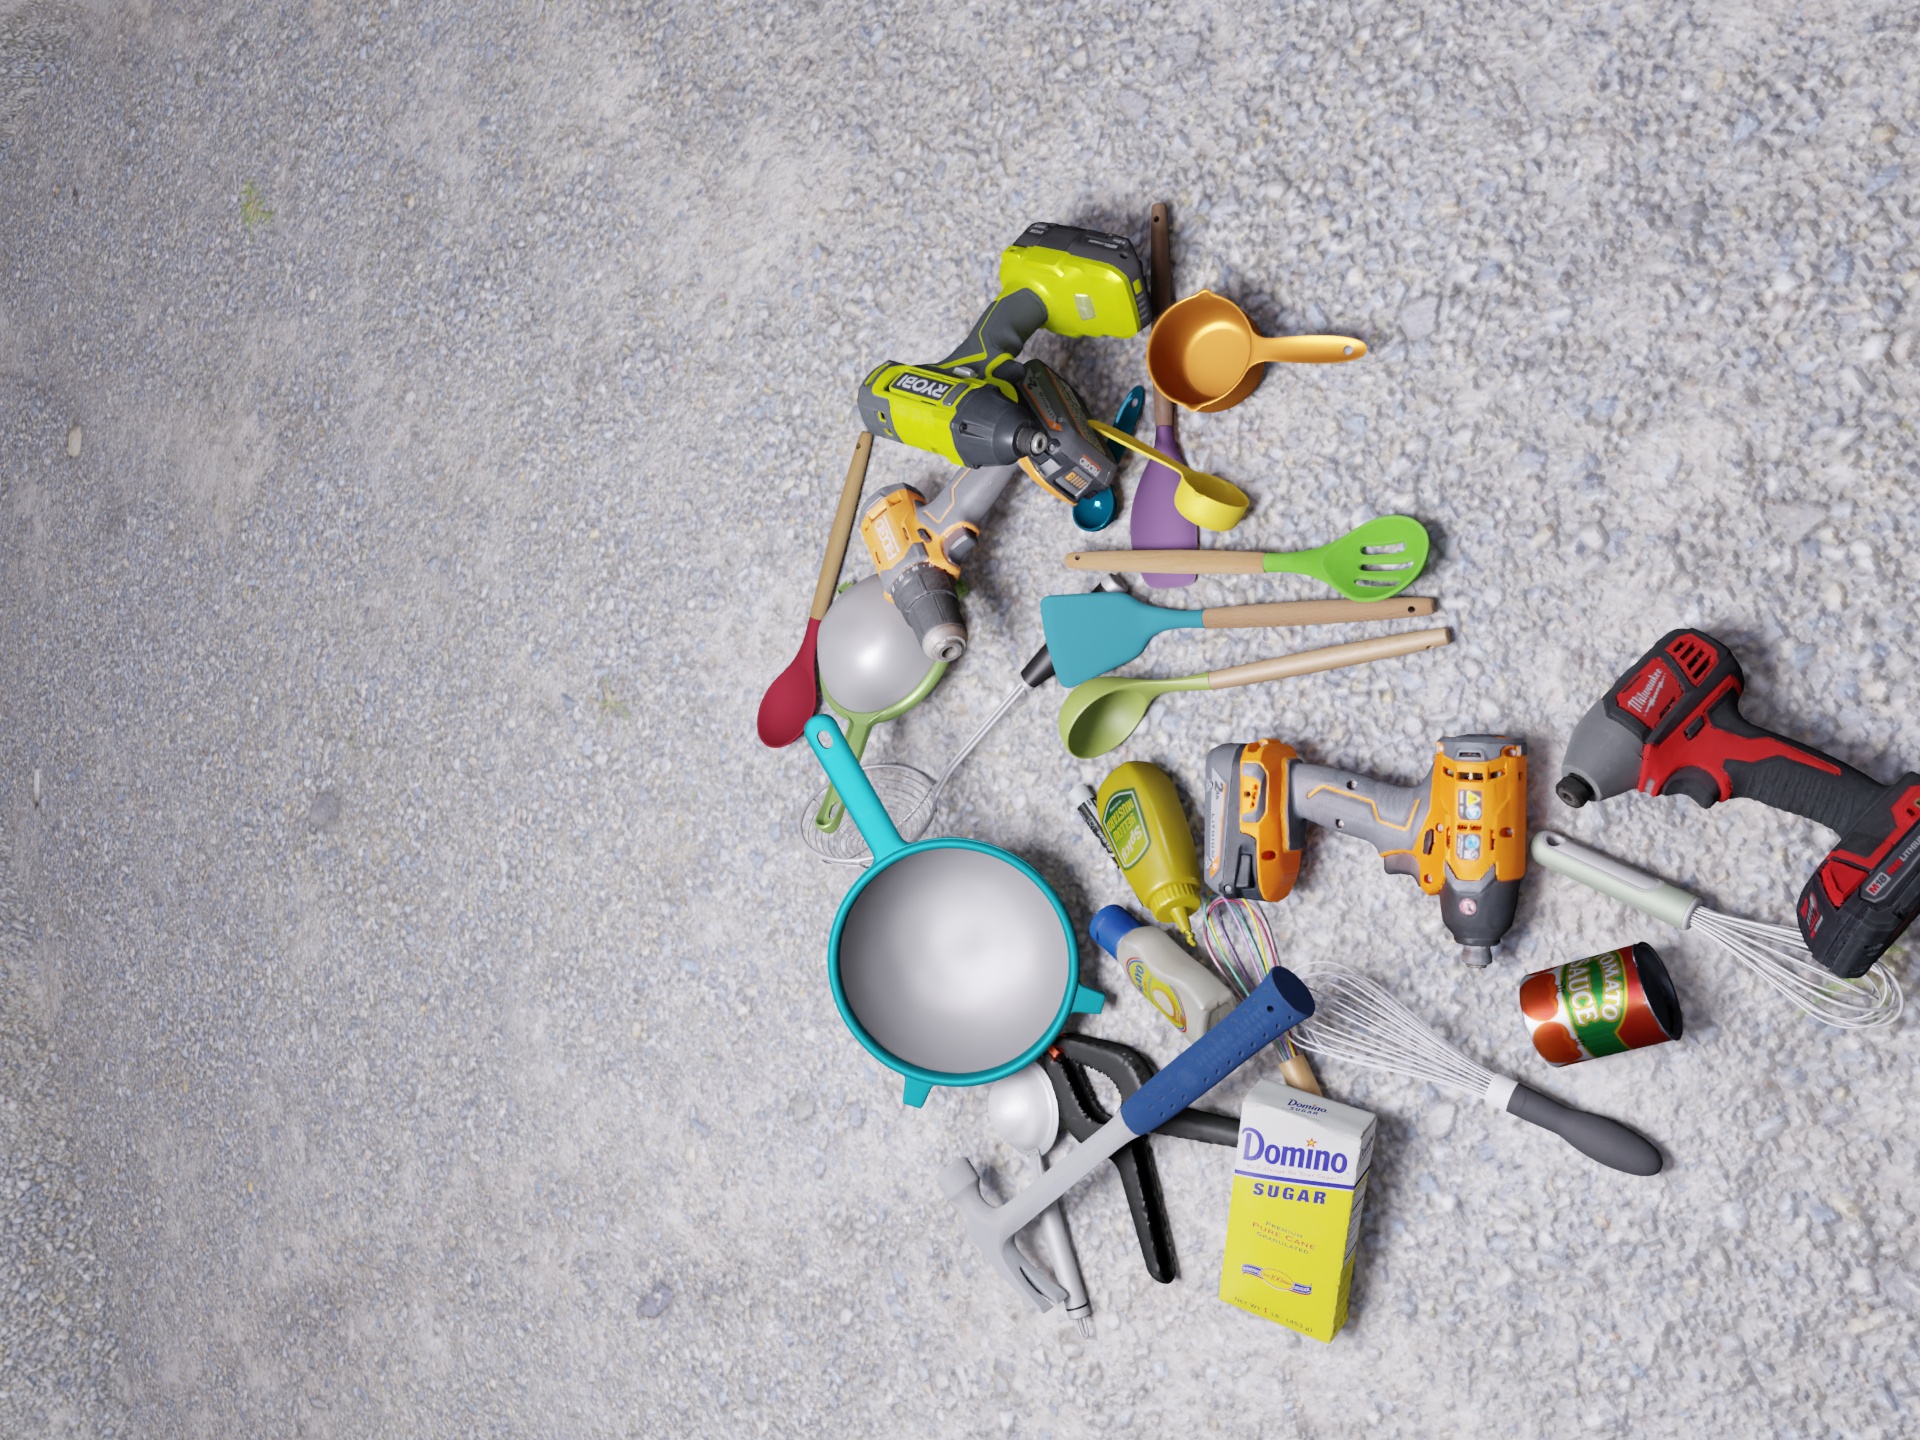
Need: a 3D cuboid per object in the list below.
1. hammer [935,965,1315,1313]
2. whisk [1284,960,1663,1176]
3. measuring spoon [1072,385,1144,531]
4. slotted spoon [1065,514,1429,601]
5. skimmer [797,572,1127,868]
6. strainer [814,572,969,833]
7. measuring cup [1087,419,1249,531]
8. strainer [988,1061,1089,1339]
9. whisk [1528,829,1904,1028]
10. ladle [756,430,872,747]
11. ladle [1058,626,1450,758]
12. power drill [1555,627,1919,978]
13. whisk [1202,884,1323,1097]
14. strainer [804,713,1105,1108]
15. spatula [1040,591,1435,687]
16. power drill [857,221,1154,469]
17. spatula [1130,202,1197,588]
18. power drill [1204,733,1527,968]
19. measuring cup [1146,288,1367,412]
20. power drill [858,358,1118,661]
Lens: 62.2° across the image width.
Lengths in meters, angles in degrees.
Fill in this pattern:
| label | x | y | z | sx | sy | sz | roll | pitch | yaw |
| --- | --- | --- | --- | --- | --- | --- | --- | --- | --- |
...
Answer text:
| label | x | y | z | sx | sy | sz | roll | pitch | yaw |
| --- | --- | --- | --- | --- | --- | --- | --- | --- | --- |
| hammer | 0.131 | 0.322 | 1.238 | 0.144 | 0.035 | 0.405 | 54 | 127 | 18 |
| whisk | 0.353 | 0.250 | 1.130 | 0.285 | 0.070 | 0.070 | 24 | 103 | 31 |
| measuring spoon | 0.132 | -0.217 | 1.334 | 0.042 | 0.021 | 0.128 | 24 | 94 | 41 |
| slotted spoon | 0.217 | -0.126 | 1.247 | 0.314 | 0.031 | 0.070 | 4 | 72 | 36 |
| skimmer | -0.002 | -0.004 | 1.382 | 0.363 | 0.090 | 0.127 | -48 | 30 | 24 |
| strainer | -0.096 | -0.029 | 1.410 | 0.151 | 0.069 | 0.256 | 2 | 66 | 37 |
| measuring cup | 0.160 | -0.197 | 1.276 | 0.157 | 0.062 | 0.029 | 35 | 121 | 26 |
| strainer | 0.068 | 0.397 | 1.353 | 0.087 | 0.050 | 0.258 | -29 | 75 | 50 |
| whisk | 0.485 | 0.129 | 1.037 | 0.247 | 0.058 | 0.059 | 28 | 136 | 38 |
| ladle | -0.132 | -0.123 | 1.524 | 0.069 | 0.031 | 0.315 | 23 | 101 | 37 |
| ladle | 0.221 | -0.024 | 1.236 | 0.320 | 0.078 | 0.062 | -11 | 67 | 31 |
| power drill | 0.489 | 0.049 | 0.984 | 0.143 | 0.078 | 0.220 | -41 | 58 | -12 |
| whisk | 0.245 | 0.238 | 1.219 | 0.047 | 0.051 | 0.245 | -30 | 74 | 27 |
| strainer | -0.034 | 0.142 | 1.356 | 0.211 | 0.095 | 0.340 | -30 | 91 | 8 |
| spatula | 0.212 | -0.076 | 1.249 | 0.317 | 0.044 | 0.082 | -2 | 112 | 36 |
| power drill | 0.047 | -0.291 | 1.260 | 0.171 | 0.080 | 0.223 | 24 | 63 | 36 |
| spatula | 0.165 | -0.266 | 1.304 | 0.060 | 0.018 | 0.316 | -1 | 89 | 31 |
| power drill | 0.296 | 0.091 | 1.161 | 0.226 | 0.084 | 0.164 | 0 | 90 | 34 |
| measuring cup | 0.234 | -0.283 | 1.236 | 0.174 | 0.052 | 0.095 | 6 | 92 | 26 |
| power drill | 0.021 | -0.170 | 1.335 | 0.226 | 0.084 | 0.186 | -39 | 49 | 21 |
